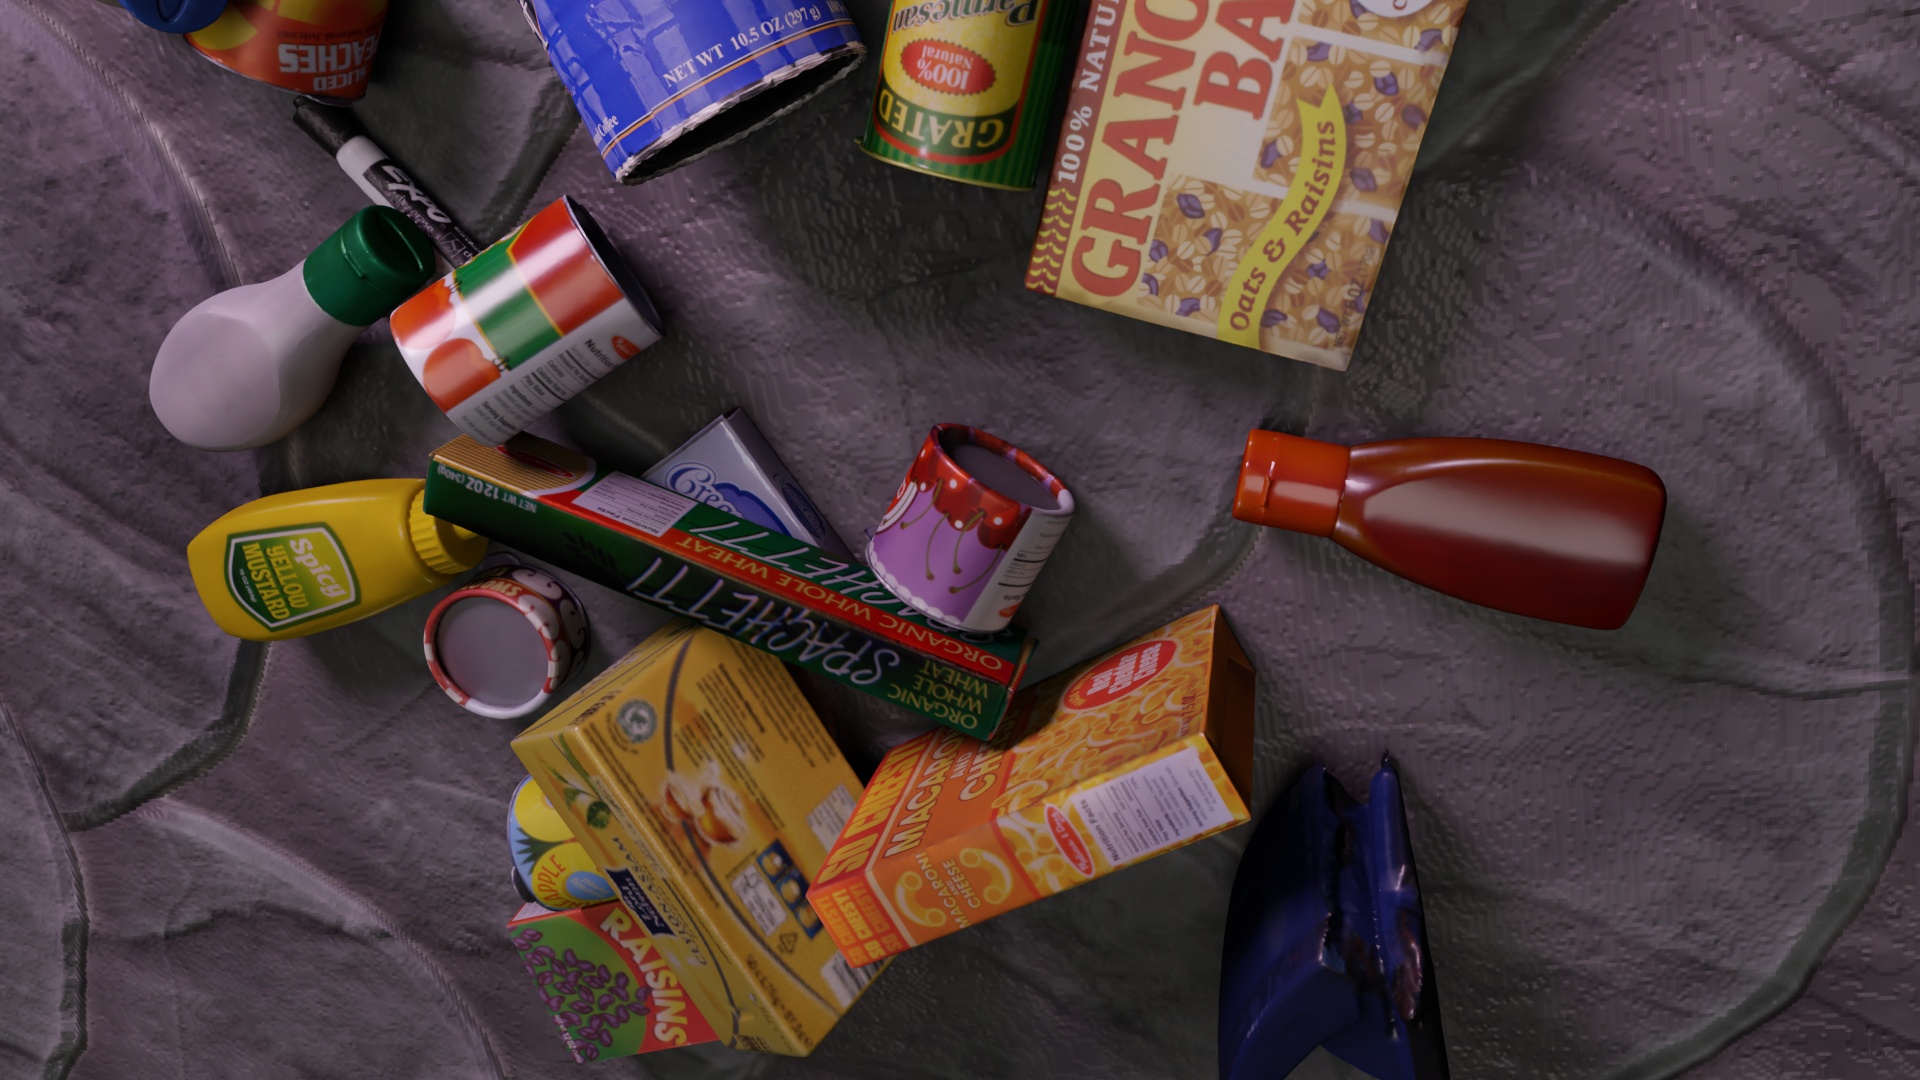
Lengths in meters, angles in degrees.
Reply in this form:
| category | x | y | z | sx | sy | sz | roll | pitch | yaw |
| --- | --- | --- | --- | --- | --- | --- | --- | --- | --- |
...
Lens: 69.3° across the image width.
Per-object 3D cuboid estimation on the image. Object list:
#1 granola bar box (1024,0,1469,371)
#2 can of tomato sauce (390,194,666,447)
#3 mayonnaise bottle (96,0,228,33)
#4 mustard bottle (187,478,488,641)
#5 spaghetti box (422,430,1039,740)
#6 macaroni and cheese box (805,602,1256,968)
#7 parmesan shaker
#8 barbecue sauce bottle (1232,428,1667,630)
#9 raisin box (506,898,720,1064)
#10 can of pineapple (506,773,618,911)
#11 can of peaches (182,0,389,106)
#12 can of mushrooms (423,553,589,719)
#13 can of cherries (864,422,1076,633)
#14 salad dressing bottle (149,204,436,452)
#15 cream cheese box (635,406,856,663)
| category | x | y | z | sx | sy | sz | roll | pitch | yaw |
| --- | --- | --- | --- | --- | --- | --- | --- | --- | --- |
| granola bar box | 0.102 | -0.157 | 0.494 | 0.124 | 0.039 | 0.164 | 15 | 112 | 6 |
| can of tomato sauce | -0.171 | -0.087 | 0.549 | 0.083 | 0.071 | 0.071 | -34 | 100 | 1 |
| mayonnaise bottle | -0.311 | -0.229 | 0.515 | 0.148 | 0.041 | 0.064 | 42 | 116 | 35 |
| mustard bottle | -0.265 | 0.002 | 0.622 | 0.160 | 0.049 | 0.065 | -13 | 108 | 16 |
| spaghetti box | -0.092 | 0.013 | 0.561 | 0.250 | 0.050 | 0.028 | 22 | 115 | 4 |
| macaroni and cheese box | 0.033 | 0.095 | 0.551 | 0.166 | 0.124 | 0.040 | -27 | 101 | 20 |
| parmesan shaker | 0.004 | -0.184 | 0.491 | 0.071 | 0.071 | 0.102 | 16 | 111 | 6 |
| barbecue sauce bottle | 0.180 | -0.011 | 0.526 | 0.148 | 0.044 | 0.064 | 12 | 111 | 9 |
| raisin box | -0.143 | 0.199 | 0.671 | 0.123 | 0.040 | 0.086 | -16 | 104 | 18 |
| can of pineapple | -0.163 | 0.133 | 0.635 | 0.058 | 0.071 | 0.071 | -17 | 105 | 17 |
| can of peaches | -0.256 | -0.210 | 0.536 | 0.071 | 0.071 | 0.057 | 27 | 112 | 2 |
| can of mushrooms | -0.208 | 0.044 | 0.633 | 0.071 | 0.033 | 0.070 | 4 | 110 | 11 |
| can of cherries | 0.002 | -0.007 | 0.553 | 0.071 | 0.072 | 0.058 | 30 | 112 | 1 |
| salad dressing bottle | -0.282 | -0.089 | 0.587 | 0.147 | 0.044 | 0.064 | -27 | 104 | 27 |
| cream cheese box | -0.087 | 0.000 | 0.596 | 0.053 | 0.024 | 0.103 | -33 | 100 | 20 |
